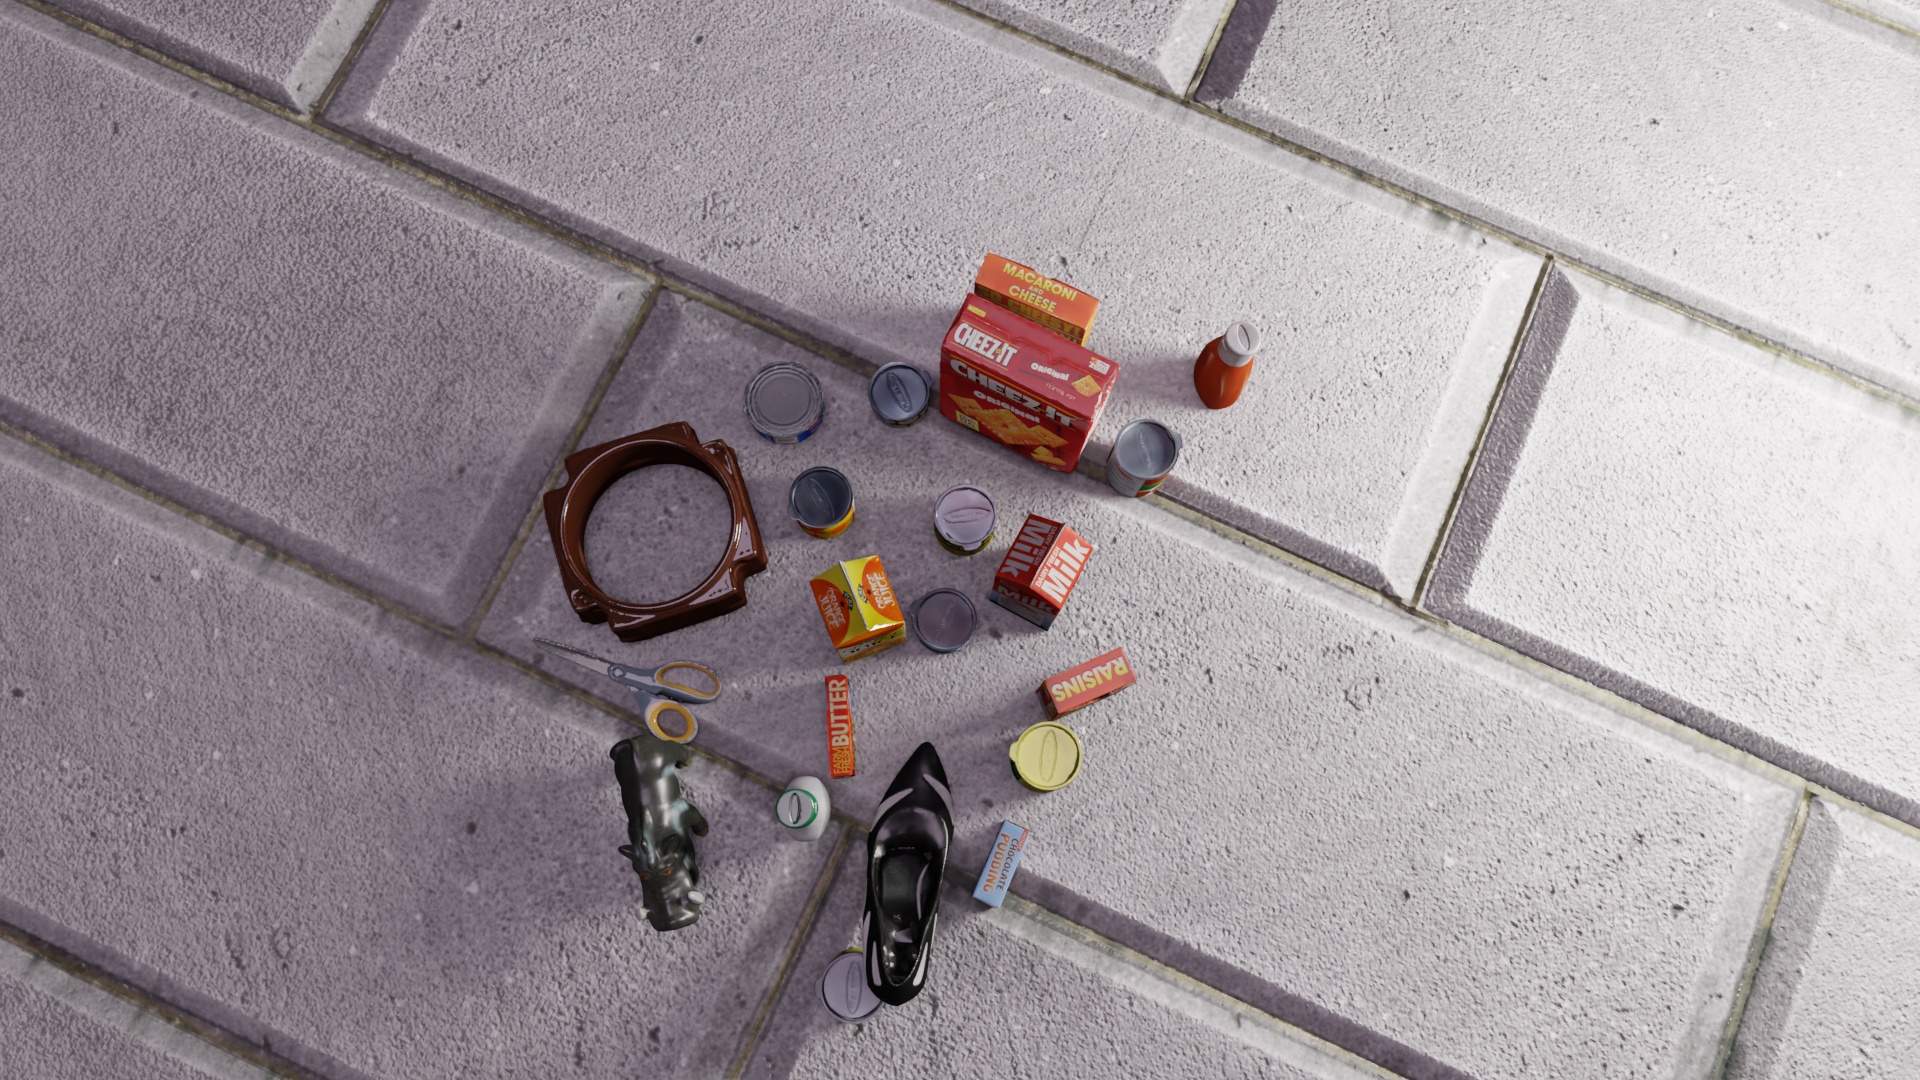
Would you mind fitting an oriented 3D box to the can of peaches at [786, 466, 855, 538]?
[{"bbox_3d":[-0.146,-0.038,1.458,0.071,0.058,0.071,0,78,-1],"label":"can of peaches"}]

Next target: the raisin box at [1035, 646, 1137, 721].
[{"bbox_3d":[0.124,0.146,1.390,0.086,0.123,0.040,-22,80,-5],"label":"raisin box"}]

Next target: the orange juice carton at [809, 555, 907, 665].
[{"bbox_3d":[-0.099,0.068,1.367,0.073,0.192,0.072,-21,80,-5],"label":"orange juice carton"}]

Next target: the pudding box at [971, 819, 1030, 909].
[{"bbox_3d":[0.040,0.323,1.388,0.030,0.049,0.084,24,79,4],"label":"pudding box"}]

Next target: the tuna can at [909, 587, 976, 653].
[{"bbox_3d":[-0.019,0.083,1.447,0.071,0.032,0.071,0,78,-1],"label":"tuna can"}]

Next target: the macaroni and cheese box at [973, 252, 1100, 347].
[{"bbox_3d":[0.074,-0.231,1.448,0.124,0.166,0.040,24,79,4],"label":"macaroni and cheese box"}]

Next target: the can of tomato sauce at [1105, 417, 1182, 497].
[{"bbox_3d":[0.192,-0.087,1.462,0.071,0.083,0.071,0,78,-1],"label":"can of tomato sauce"}]

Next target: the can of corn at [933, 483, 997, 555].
[{"bbox_3d":[0.005,-0.018,1.456,0.071,0.058,0.071,0,78,-1],"label":"can of corn"}]

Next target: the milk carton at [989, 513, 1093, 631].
[{"bbox_3d":[0.080,0.031,1.380,0.073,0.190,0.072,28,79,5],"label":"milk carton"}]

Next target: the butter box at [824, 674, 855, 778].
[{"bbox_3d":[-0.122,0.190,1.411,0.024,0.053,0.103,-4,78,-2],"label":"butter box"}]

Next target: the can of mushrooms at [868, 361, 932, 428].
[{"bbox_3d":[-0.063,-0.157,1.497,0.071,0.033,0.071,0,78,-1],"label":"can of mushrooms"}]

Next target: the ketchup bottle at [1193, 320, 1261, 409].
[{"bbox_3d":[0.279,-0.186,1.452,0.043,0.148,0.065,-15,79,-4],"label":"ketchup bottle"}]

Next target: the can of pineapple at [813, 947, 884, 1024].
[{"bbox_3d":[-0.104,0.433,1.357,0.071,0.057,0.071,0,78,-1],"label":"can of pineapple"}]

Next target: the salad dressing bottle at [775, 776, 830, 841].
[{"bbox_3d":[-0.153,0.260,1.347,0.044,0.147,0.064,0,78,-1],"label":"salad dressing bottle"}]

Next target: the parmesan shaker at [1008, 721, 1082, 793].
[{"bbox_3d":[0.081,0.216,1.384,0.071,0.103,0.071,0,78,-1],"label":"parmesan shaker"}]
